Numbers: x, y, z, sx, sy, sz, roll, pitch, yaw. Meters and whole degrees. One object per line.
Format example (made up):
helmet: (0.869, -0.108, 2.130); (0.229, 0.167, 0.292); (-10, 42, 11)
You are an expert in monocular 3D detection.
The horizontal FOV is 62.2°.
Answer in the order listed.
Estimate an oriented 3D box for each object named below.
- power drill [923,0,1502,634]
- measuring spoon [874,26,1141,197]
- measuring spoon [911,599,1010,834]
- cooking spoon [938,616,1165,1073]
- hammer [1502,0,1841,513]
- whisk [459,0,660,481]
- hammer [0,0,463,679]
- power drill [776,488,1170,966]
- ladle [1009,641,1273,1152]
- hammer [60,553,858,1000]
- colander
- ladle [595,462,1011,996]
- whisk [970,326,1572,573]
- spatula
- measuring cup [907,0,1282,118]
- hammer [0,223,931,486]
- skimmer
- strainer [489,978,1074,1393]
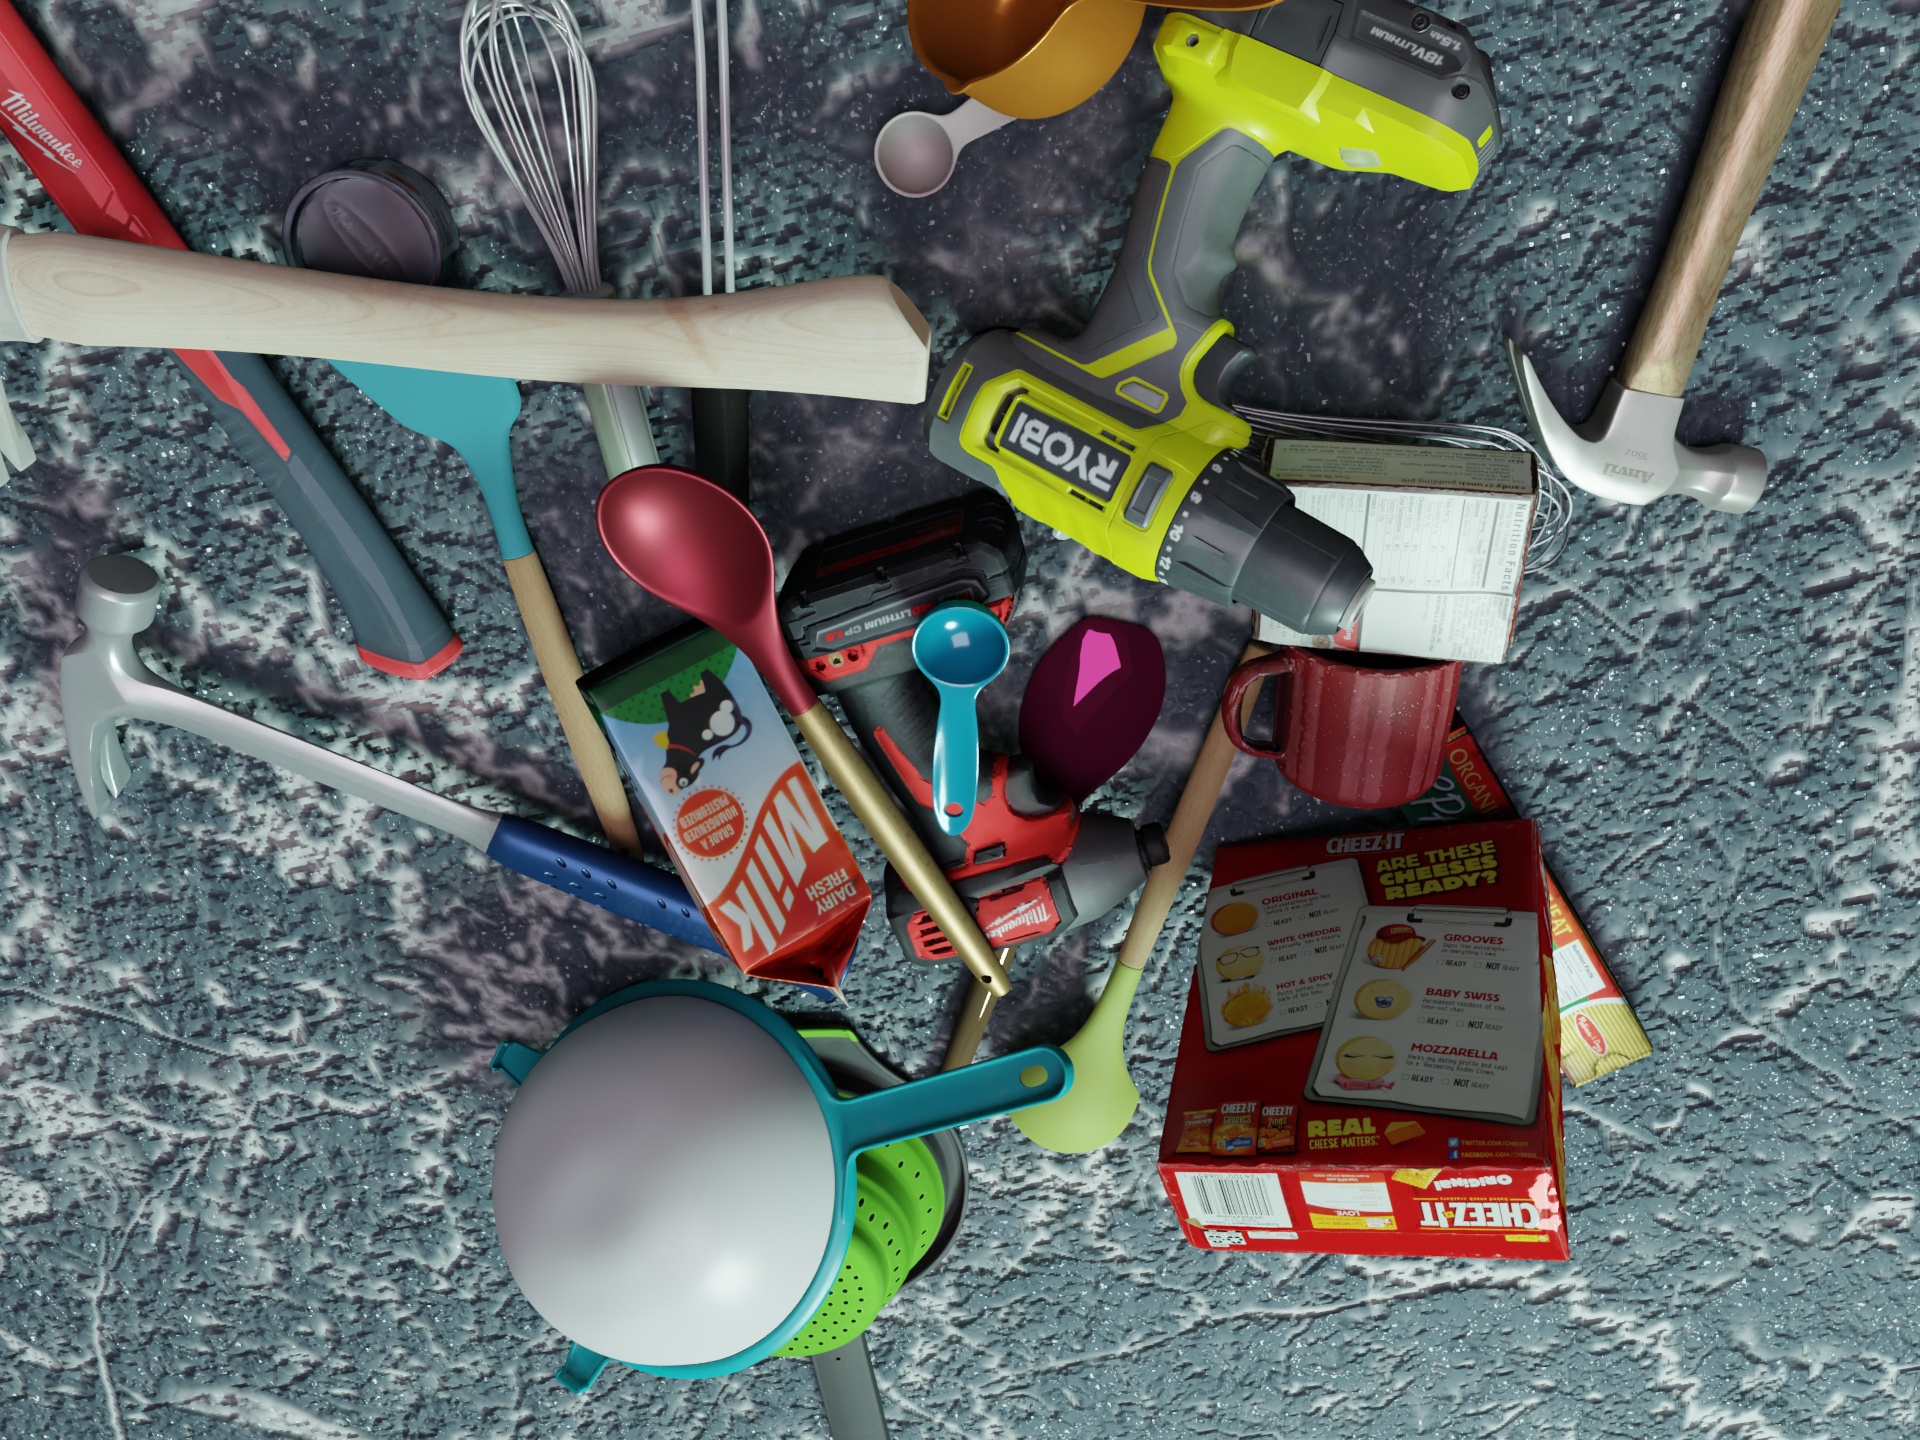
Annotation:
power drill: (0.113, -0.161, 0.622); (0.191, 0.080, 0.228); (31, 104, 17)
measuring spoon: (0.019, -0.260, 0.661); (0.124, 0.018, 0.034); (-29, 114, 7)
measuring spoon: (-0.001, -0.002, 0.708); (0.042, 0.021, 0.128); (4, 128, 1)
cooking spoon: (0.034, 0.088, 0.846); (0.068, 0.017, 0.318); (15, 117, -8)
hammer: (0.323, -0.248, 0.655); (0.130, 0.031, 0.331); (8, 118, -5)
whisk: (-0.161, -0.190, 0.679); (0.059, 0.058, 0.246); (14, 129, 32)
hammer: (-0.324, -0.185, 0.685); (0.143, 0.038, 0.386); (-24, 116, 11)
power drill: (0.009, 0.011, 0.762); (0.143, 0.079, 0.219); (-16, 115, 10)
ladle: (0.099, 0.100, 0.848); (0.078, 0.062, 0.320); (17, 111, -5)
hammer: (-0.247, 0.056, 0.802); (0.405, 0.035, 0.144); (24, 124, -11)
colander: (-0.086, 0.366, 0.955); (0.204, 0.095, 0.396); (-7, 118, 4)
ladle: (-0.055, 0.013, 0.710); (0.069, 0.031, 0.315); (-19, 119, 26)
whisk: (0.139, -0.125, 0.710); (0.284, 0.070, 0.070); (16, 118, -4)
spatula: (-0.206, -0.051, 0.755); (0.082, 0.044, 0.317); (-8, 120, 10)
measuring cup: (0.059, -0.263, 0.581); (0.052, 0.174, 0.095); (10, 101, -51)
hammer: (-0.218, -0.152, 0.649); (0.410, 0.038, 0.146); (5, 123, 1)
skimmer: (-0.094, -0.210, 0.640); (0.127, 0.090, 0.363); (-7, 122, -17)
strainer: (-0.110, 0.222, 0.806); (0.340, 0.095, 0.211); (-20, 78, 19)
